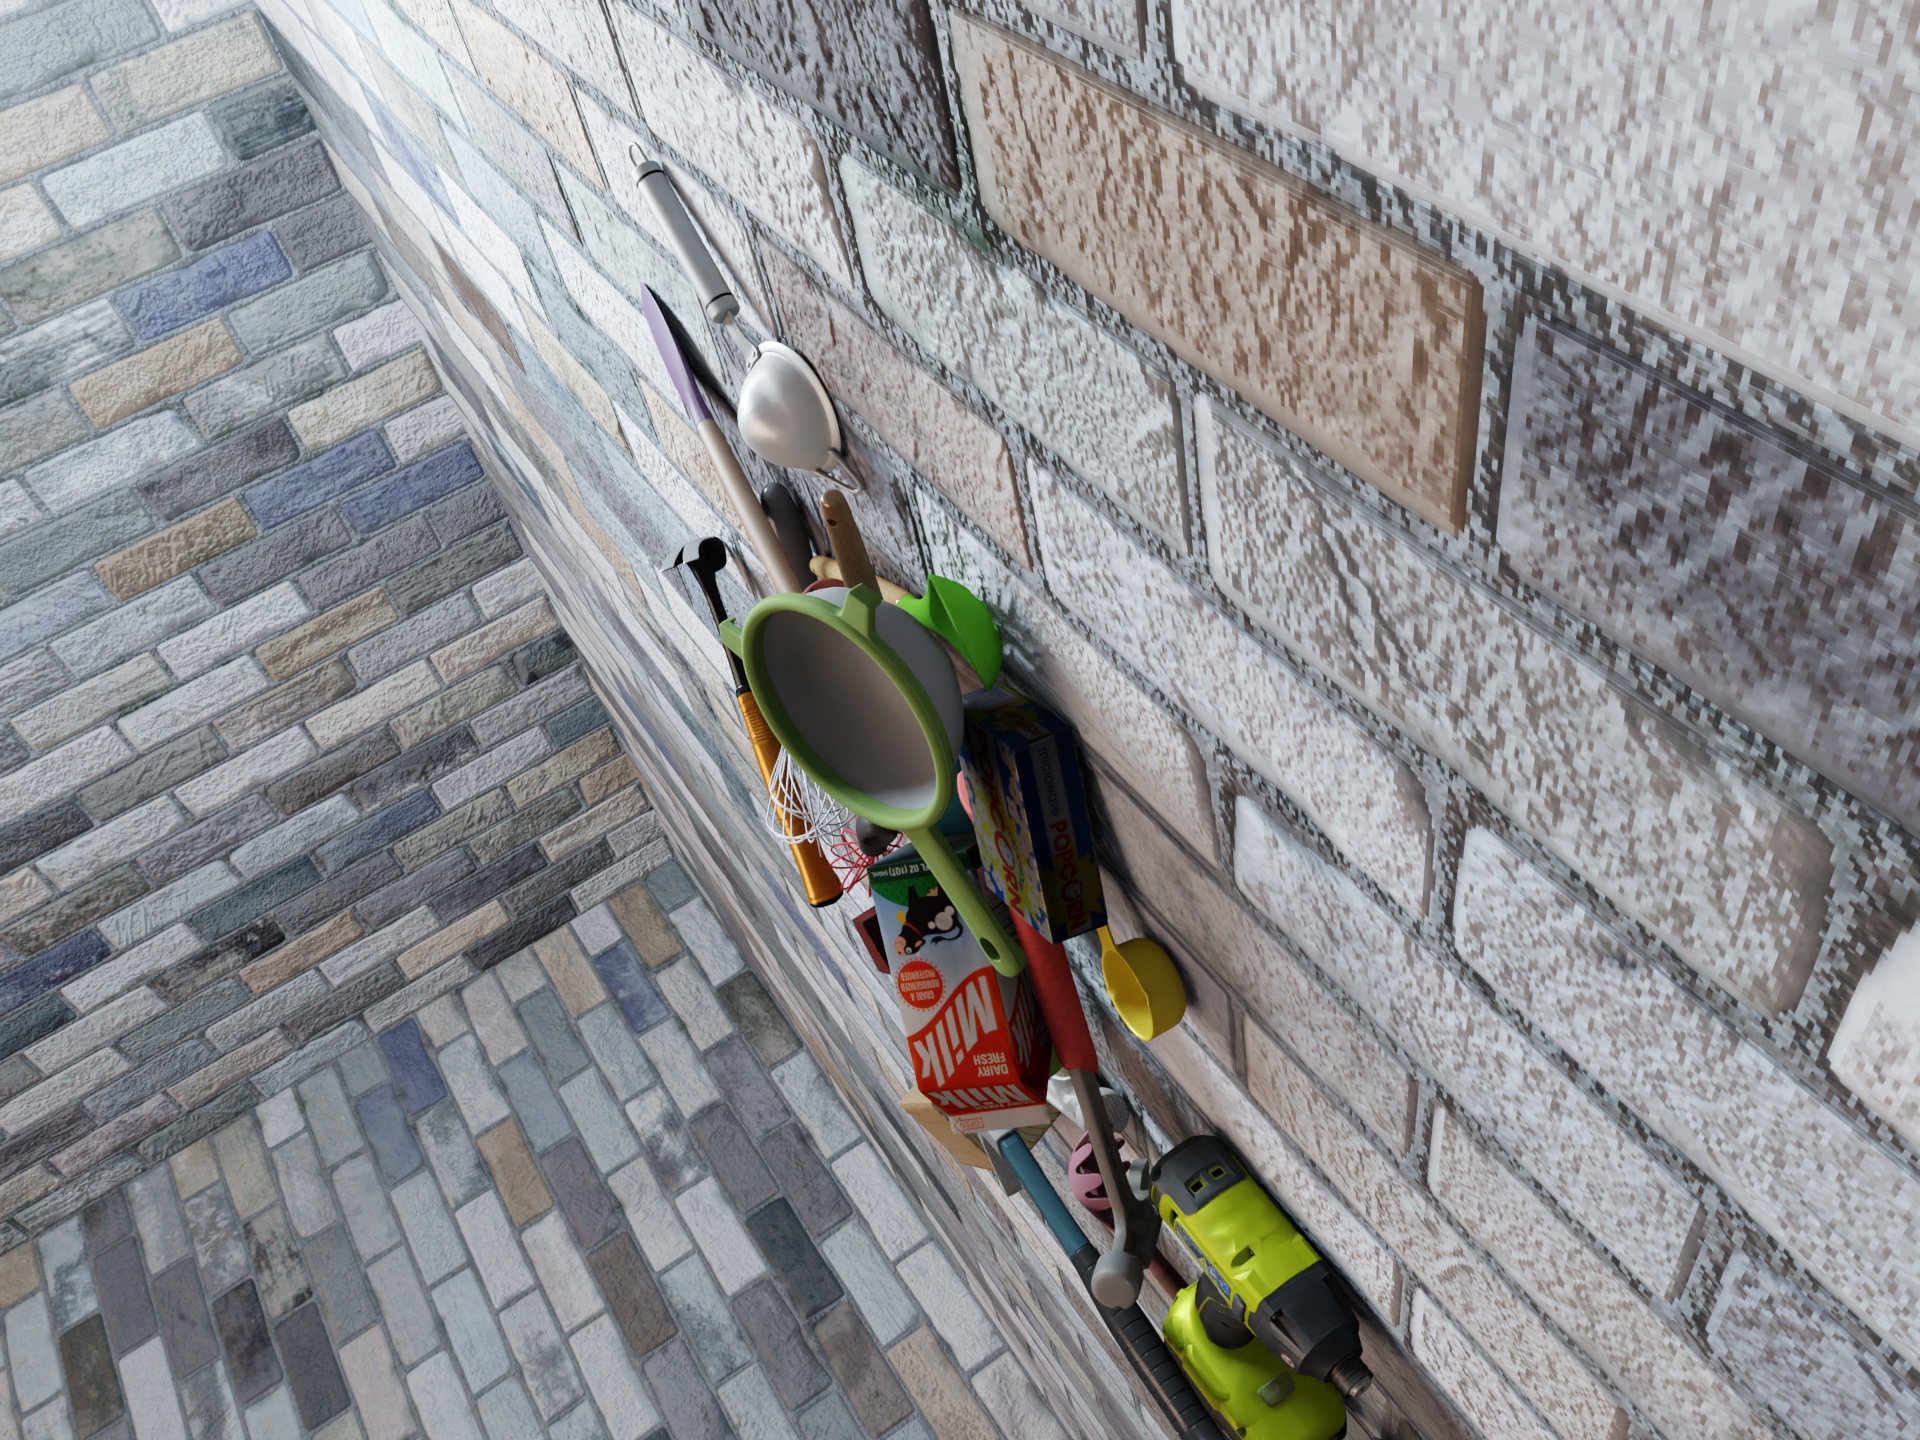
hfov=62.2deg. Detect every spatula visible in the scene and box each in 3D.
[{"bbox_3d":[-0.045,-0.025,0.950,0.082,0.044,0.317,13,151,18],"label":"spatula"},{"bbox_3d":[-0.168,-0.188,1.109,0.059,0.018,0.316,96,149,-61],"label":"spatula"}]

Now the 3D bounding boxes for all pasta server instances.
[{"bbox_3d":[0.169,0.420,1.176,0.316,0.040,0.060,53,-152,-17],"label":"pasta server"}]

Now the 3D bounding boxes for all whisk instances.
[{"bbox_3d":[-0.070,0.099,1.271,0.073,0.073,0.295,57,170,7],"label":"whisk"},{"bbox_3d":[-0.107,-0.070,1.161,0.055,0.055,0.238,42,153,48],"label":"whisk"},{"bbox_3d":[-0.132,0.018,1.278,0.285,0.070,0.070,-112,0,-60],"label":"whisk"}]

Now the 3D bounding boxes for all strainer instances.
[{"bbox_3d":[-0.140,-0.238,0.952,0.258,0.050,0.087,60,150,8],"label":"strainer"},{"bbox_3d":[-0.017,0.025,0.878,0.151,0.069,0.256,-7,119,54],"label":"strainer"}]

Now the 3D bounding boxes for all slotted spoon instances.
[{"bbox_3d":[-0.041,-0.075,0.968,0.070,0.031,0.314,63,167,-22],"label":"slotted spoon"}]

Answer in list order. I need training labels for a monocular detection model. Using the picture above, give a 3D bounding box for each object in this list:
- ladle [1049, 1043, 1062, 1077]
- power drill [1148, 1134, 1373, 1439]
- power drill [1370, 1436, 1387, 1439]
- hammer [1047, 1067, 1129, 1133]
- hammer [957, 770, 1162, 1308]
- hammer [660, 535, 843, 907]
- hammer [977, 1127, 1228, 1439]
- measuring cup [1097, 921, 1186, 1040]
[{"bbox_3d":[-0.003,0.101,1.099,0.078,0.062,0.320,179,66,-87],"label":"ladle"},{"bbox_3d":[0.191,0.385,1.011,0.171,0.080,0.223,48,158,39],"label":"power drill"},{"bbox_3d":[0.259,0.511,0.921,0.226,0.164,0.084,1,122,58],"label":"power drill"},{"bbox_3d":[0.002,0.122,1.188,0.410,0.038,0.146,63,166,-13],"label":"hammer"},{"bbox_3d":[0.070,0.189,1.028,0.149,0.037,0.359,-54,-51,-64],"label":"hammer"},{"bbox_3d":[-0.172,0.006,1.363,0.127,0.034,0.337,-78,-31,-79],"label":"hammer"},{"bbox_3d":[0.092,0.382,1.101,0.331,0.033,0.128,51,165,38],"label":"hammer"},{"bbox_3d":[0.090,0.105,0.912,0.062,0.029,0.156,153,98,-73],"label":"measuring cup"}]
